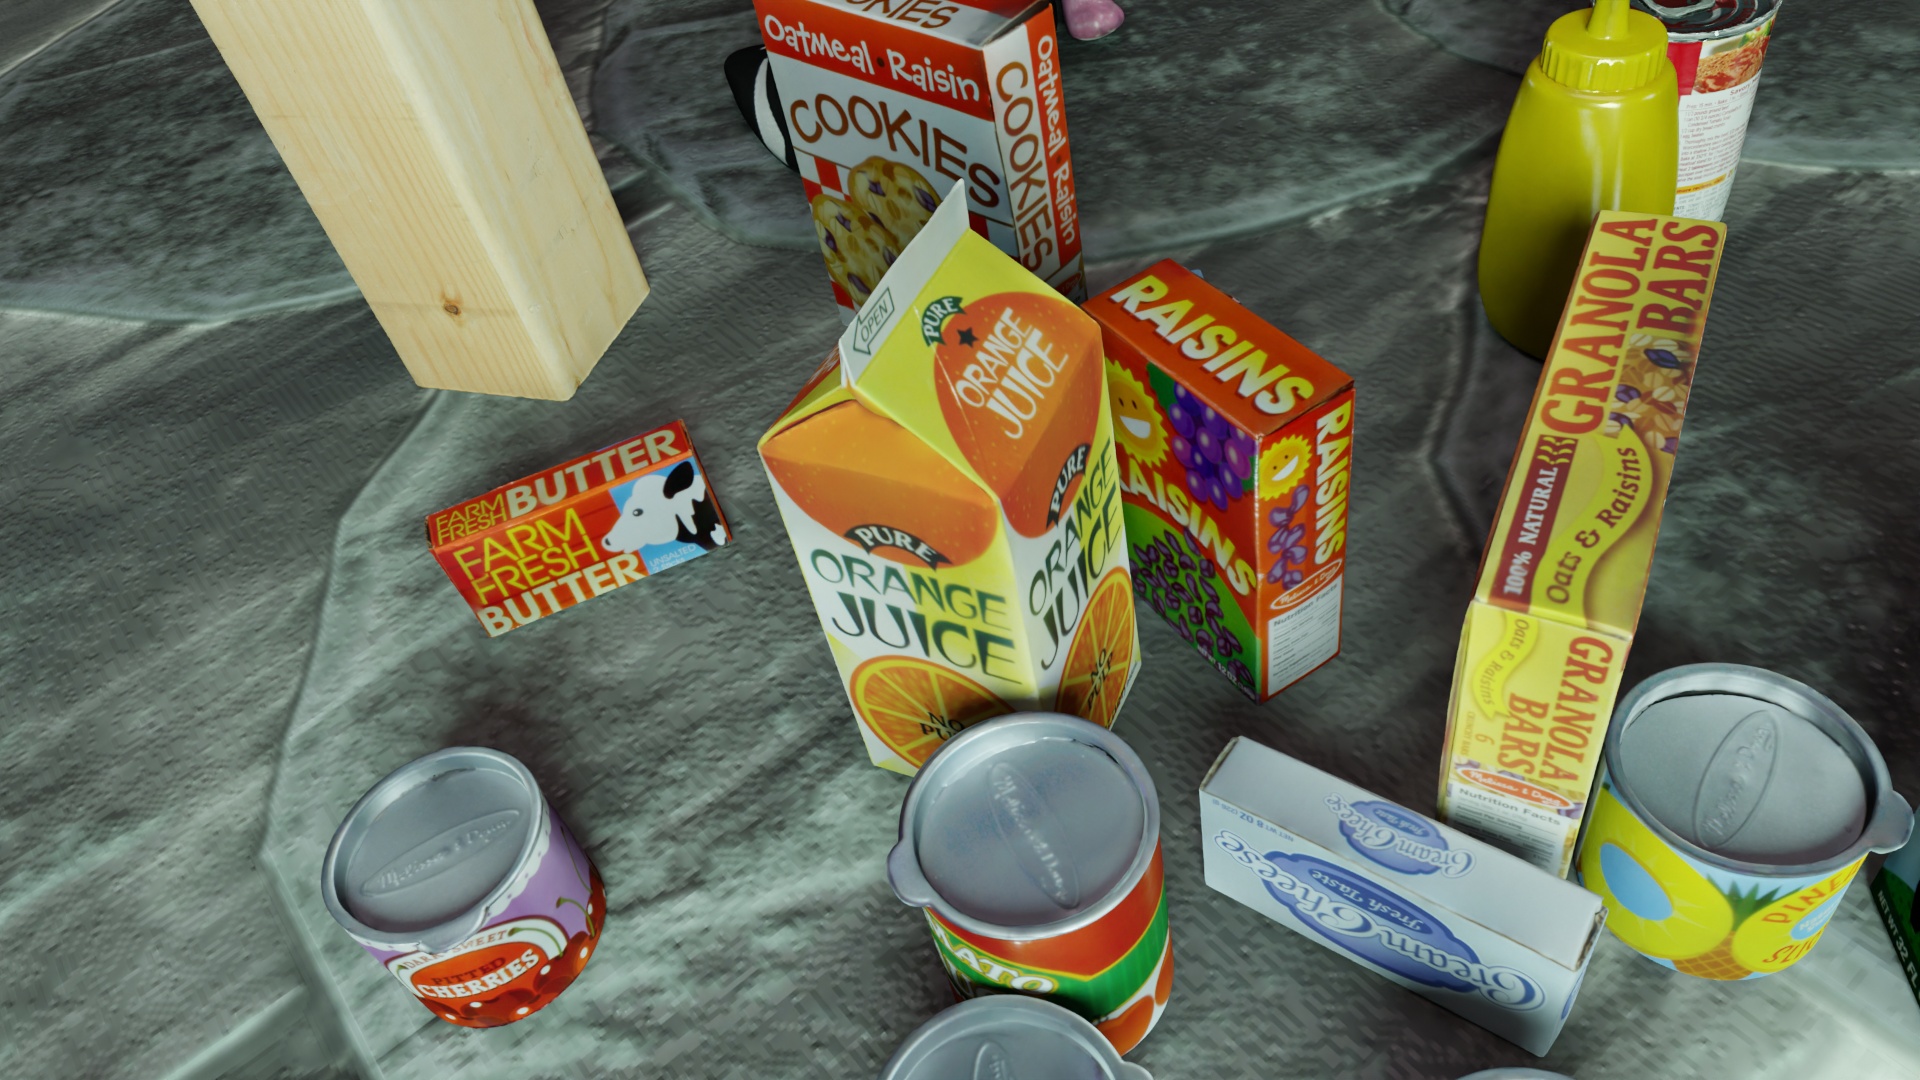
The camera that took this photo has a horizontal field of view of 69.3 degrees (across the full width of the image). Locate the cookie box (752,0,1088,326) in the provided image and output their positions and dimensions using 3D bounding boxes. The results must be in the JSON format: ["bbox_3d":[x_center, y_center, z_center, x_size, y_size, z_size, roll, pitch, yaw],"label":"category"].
[{"bbox_3d":[-0.011,-0.144,0.560,0.123,0.166,0.040,28,58,33],"label":"cookie box"}]

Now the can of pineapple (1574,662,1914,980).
[{"bbox_3d":[0.207,0.077,0.375,0.071,0.057,0.071,-6,46,7],"label":"can of pineapple"}]

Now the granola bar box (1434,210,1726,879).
[{"bbox_3d":[0.180,0.002,0.407,0.039,0.123,0.166,14,51,24],"label":"granola bar box"}]

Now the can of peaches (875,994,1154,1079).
[{"bbox_3d":[0.016,0.156,0.342,0.071,0.057,0.071,-6,46,7],"label":"can of peaches"}]

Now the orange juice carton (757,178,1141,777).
[{"bbox_3d":[0.001,-0.005,0.406,0.073,0.191,0.072,13,51,24],"label":"orange juice carton"}]

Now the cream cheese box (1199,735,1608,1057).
[{"bbox_3d":[0.117,0.096,0.380,0.104,0.053,0.024,23,55,30],"label":"cream cheese box"}]

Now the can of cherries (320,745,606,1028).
[{"bbox_3d":[-0.149,0.108,0.424,0.071,0.058,0.072,-6,46,7],"label":"can of cherries"}]

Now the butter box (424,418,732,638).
[{"bbox_3d":[-0.145,-0.004,0.535,0.104,0.052,0.024,-22,46,-9],"label":"butter box"}]

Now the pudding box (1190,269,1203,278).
[{"bbox_3d":[0.088,-0.061,0.540,0.030,0.049,0.084,-10,45,3],"label":"pudding box"}]

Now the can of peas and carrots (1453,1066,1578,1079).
[{"bbox_3d":[0.126,0.164,0.309,0.071,0.058,0.071,-6,46,7],"label":"can of peas and carrots"}]

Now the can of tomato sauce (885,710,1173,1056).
[{"bbox_3d":[0.022,0.099,0.378,0.071,0.082,0.071,-6,46,7],"label":"can of tomato sauce"}]

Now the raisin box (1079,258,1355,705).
[{"bbox_3d":[0.083,-0.018,0.448,0.040,0.122,0.086,-30,48,-15],"label":"raisin box"}]

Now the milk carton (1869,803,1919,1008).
[{"bbox_3d":[0.269,0.056,0.289,0.073,0.189,0.073,-4,46,9],"label":"milk carton"}]

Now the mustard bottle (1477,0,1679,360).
[{"bbox_3d":[0.229,-0.139,0.506,0.049,0.159,0.065,-31,48,-17],"label":"mustard bottle"}]
